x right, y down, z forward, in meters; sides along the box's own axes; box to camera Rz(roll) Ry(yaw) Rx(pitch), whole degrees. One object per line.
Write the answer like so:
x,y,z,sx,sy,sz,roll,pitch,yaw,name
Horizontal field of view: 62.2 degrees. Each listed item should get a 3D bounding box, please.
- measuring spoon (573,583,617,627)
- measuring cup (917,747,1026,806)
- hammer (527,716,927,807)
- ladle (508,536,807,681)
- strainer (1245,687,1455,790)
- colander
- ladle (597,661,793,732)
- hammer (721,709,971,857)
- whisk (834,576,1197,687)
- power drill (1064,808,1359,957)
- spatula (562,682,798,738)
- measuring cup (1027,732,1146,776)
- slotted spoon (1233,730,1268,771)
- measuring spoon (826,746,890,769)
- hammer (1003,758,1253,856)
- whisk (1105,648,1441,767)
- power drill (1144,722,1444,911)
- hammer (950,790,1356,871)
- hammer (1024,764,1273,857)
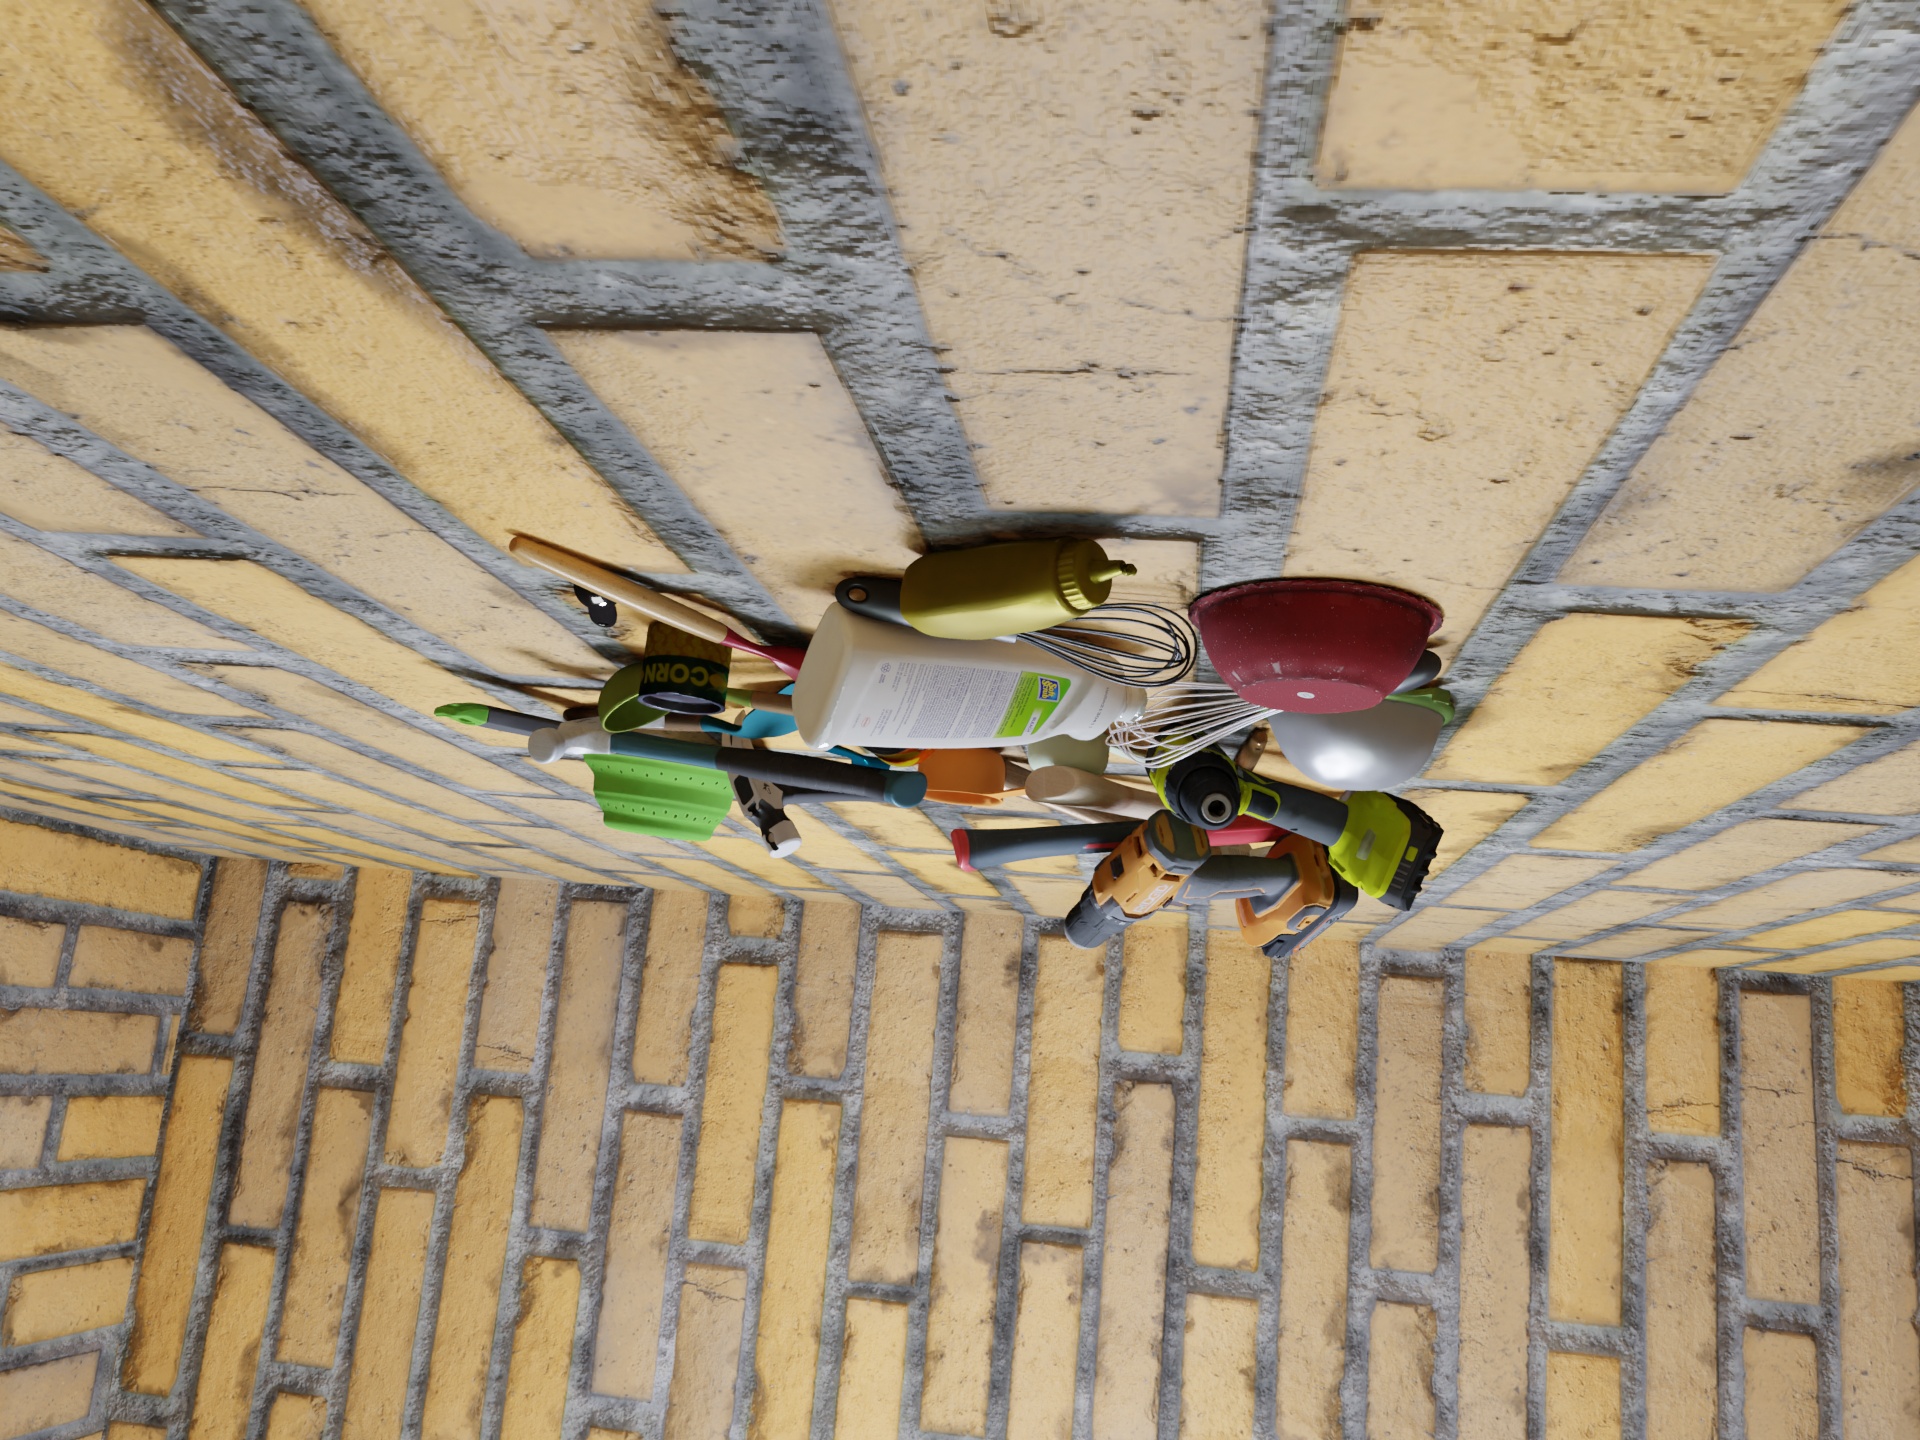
-0.259,-0.078,1.145,0.034,0.018,0.124,7,169,-9,measuring spoon
0.031,0.048,1.528,0.174,0.052,0.095,-8,162,44,measuring cup
-0.189,0.034,1.342,0.331,0.033,0.128,8,-169,18,hammer
-0.190,-0.069,1.126,0.069,0.031,0.315,26,-179,41,ladle
0.323,0.031,1.286,0.151,0.069,0.256,0,166,20,strainer
-0.348,0.058,1.555,0.204,0.094,0.396,4,173,36,colander
-0.144,-0.001,1.283,0.320,0.062,0.078,8,174,16,ladle
-0.095,0.062,1.558,0.035,0.146,0.334,-44,153,28,hammer
0.036,-0.065,1.034,0.239,0.055,0.055,10,168,-2,whisk
0.218,0.159,1.434,0.226,0.084,0.185,10,141,-26,power drill
-0.249,-0.009,1.457,0.317,0.044,0.082,3,168,34,spatula
0.135,0.042,1.484,0.167,0.038,0.083,16,164,-34,measuring cup
0.263,0.052,1.516,0.070,0.031,0.313,-1,166,2,slotted spoon
-0.117,0.044,1.638,0.042,0.021,0.128,-2,167,31,measuring spoon
0.177,0.107,1.661,0.331,0.130,0.031,22,128,-23,hammer
0.221,-0.013,1.164,0.284,0.070,0.070,-13,159,43,whisk
0.267,0.076,1.297,0.228,0.080,0.190,20,-170,-5,power drill
0.182,0.094,1.427,0.386,0.038,0.143,-2,145,-18,hammer
0.215,0.091,1.537,0.410,0.038,0.146,12,161,-39,hammer
